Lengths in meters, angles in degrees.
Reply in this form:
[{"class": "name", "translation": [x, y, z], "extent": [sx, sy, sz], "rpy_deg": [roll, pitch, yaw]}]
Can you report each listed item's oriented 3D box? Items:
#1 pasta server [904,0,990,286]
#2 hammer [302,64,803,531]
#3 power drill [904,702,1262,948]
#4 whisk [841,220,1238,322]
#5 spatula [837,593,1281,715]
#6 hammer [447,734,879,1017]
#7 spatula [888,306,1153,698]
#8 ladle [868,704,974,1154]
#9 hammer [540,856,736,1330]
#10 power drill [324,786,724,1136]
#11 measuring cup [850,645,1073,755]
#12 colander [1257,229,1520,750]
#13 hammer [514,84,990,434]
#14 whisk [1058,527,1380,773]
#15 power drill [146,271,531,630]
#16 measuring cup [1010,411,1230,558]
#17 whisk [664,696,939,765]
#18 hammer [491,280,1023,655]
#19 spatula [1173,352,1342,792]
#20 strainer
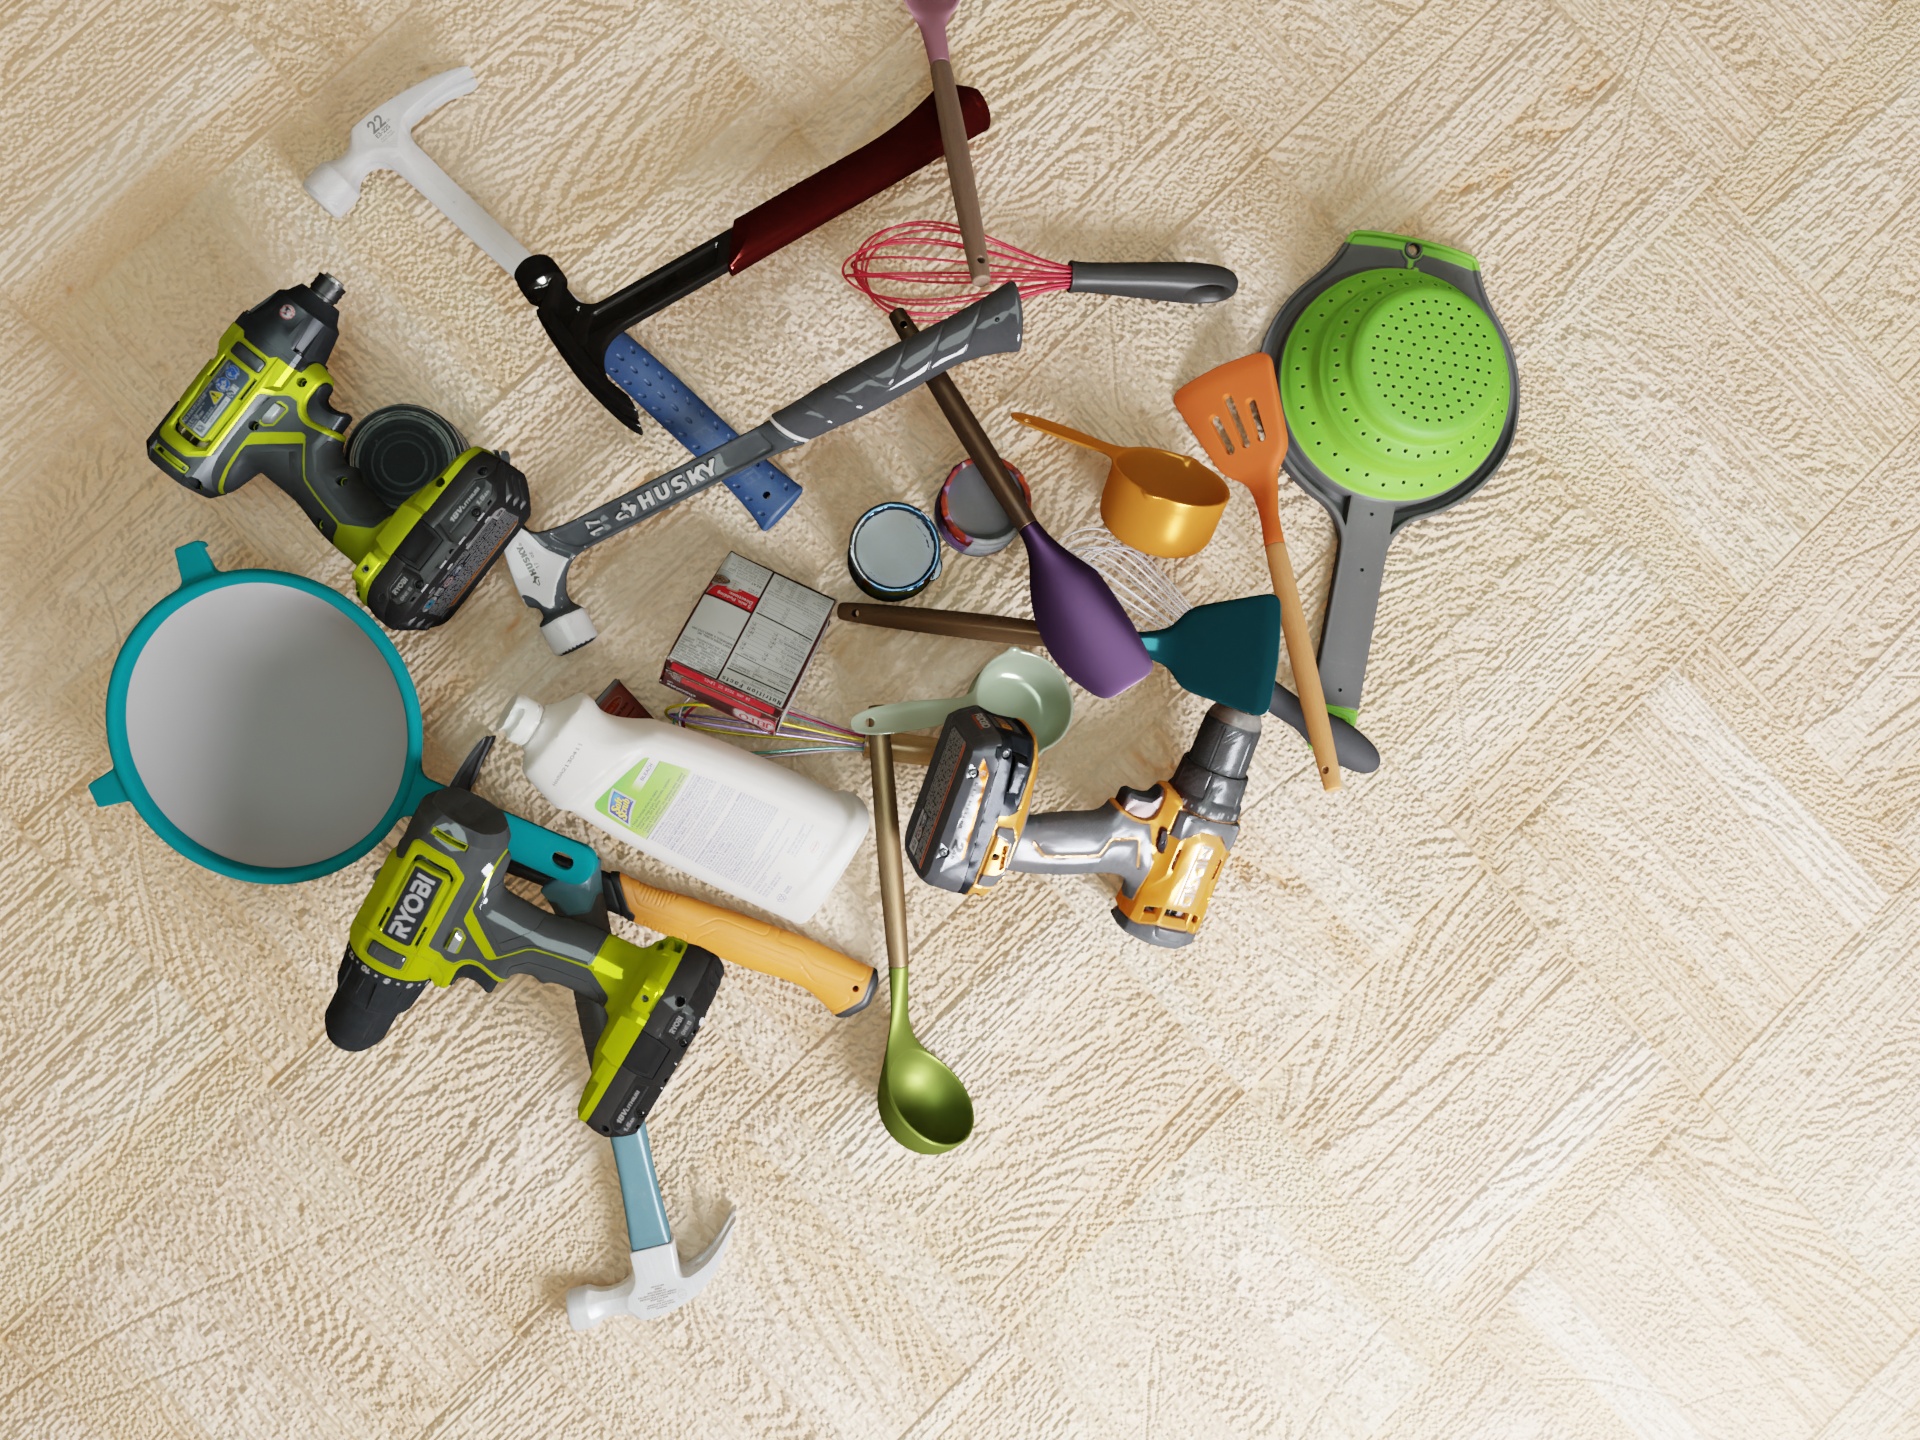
[{"class": "pasta server", "translation": [-0.009, -0.447, 1.126], "extent": [0.060, 0.040, 0.316], "rpy_deg": [-4, 70, -14]}, {"class": "hammer", "translation": [-0.271, -0.294, 1.143], "extent": [0.405, 0.035, 0.144], "rpy_deg": [43, 86, -2]}, {"class": "power drill", "translation": [0.095, 0.053, 1.104], "extent": [0.226, 0.084, 0.185], "rpy_deg": [14, 106, -20]}, {"class": "whisk", "translation": [0.061, -0.325, 1.161], "extent": [0.295, 0.073, 0.073], "rpy_deg": [0, 89, -9]}, {"class": "spatula", "translation": [0.063, -0.062, 1.118], "extent": [0.317, 0.044, 0.082], "rpy_deg": [7, 95, 12]}, {"class": "hammer", "translation": [-0.215, 0.127, 1.139], "extent": [0.337, 0.034, 0.127], "rpy_deg": [22, 88, -4]}, {"class": "spatula", "translation": [0.032, -0.155, 1.107], "extent": [0.060, 0.018, 0.316], "rpy_deg": [-31, 82, 6]}, {"class": "ladle", "translation": [-0.036, 0.148, 1.125], "extent": [0.062, 0.078, 0.320], "rpy_deg": [-2, 94, 35]}, {"class": "hammer", "translation": [-0.241, 0.259, 1.115], "extent": [0.128, 0.033, 0.331], "rpy_deg": [-11, 98, -6]}, {"class": "power drill", "translation": [-0.290, 0.175, 1.042], "extent": [0.228, 0.080, 0.190], "rpy_deg": [30, 104, -7]}, {"class": "measuring cup", "translation": [-0.002, -0.004, 1.137], "extent": [0.167, 0.038, 0.083], "rpy_deg": [-8, 77, -19]}, {"class": "colander", "translation": [0.311, -0.171, 1.157], "extent": [0.204, 0.094, 0.397], "rpy_deg": [11, 88, -4]}, {"class": "hammer", "translation": [-0.124, -0.344, 1.121], "extent": [0.359, 0.036, 0.149], "rpy_deg": [-34, 73, -14]}, {"class": "whisk", "translation": [0.184, -0.044, 1.153], "extent": [0.284, 0.070, 0.070], "rpy_deg": [34, 86, -1]}, {"class": "power drill", "translation": [-0.411, -0.181, 1.074], "extent": [0.223, 0.080, 0.171], "rpy_deg": [38, 91, 2]}, {"class": "measuring cup", "translation": [0.108, -0.172, 1.158], "extent": [0.174, 0.095, 0.052], "rpy_deg": [25, 124, 16]}, {"class": "whisk", "translation": [-0.090, 0.013, 1.142], "extent": [0.245, 0.051, 0.047], "rpy_deg": [8, 131, -9]}, {"class": "hammer", "translation": [-0.140, -0.199, 1.108], "extent": [0.409, 0.036, 0.149], "rpy_deg": [-26, 96, 7]}, {"class": "spatula", "translation": [0.227, -0.105, 1.142], "extent": [0.081, 0.041, 0.323], "rpy_deg": [-20, 71, 31]}, {"class": "strainer", "translation": [-0.400, 0.025, 1.091], "extent": [0.340, 0.095, 0.211], "rpy_deg": [24, 99, -3]}]
